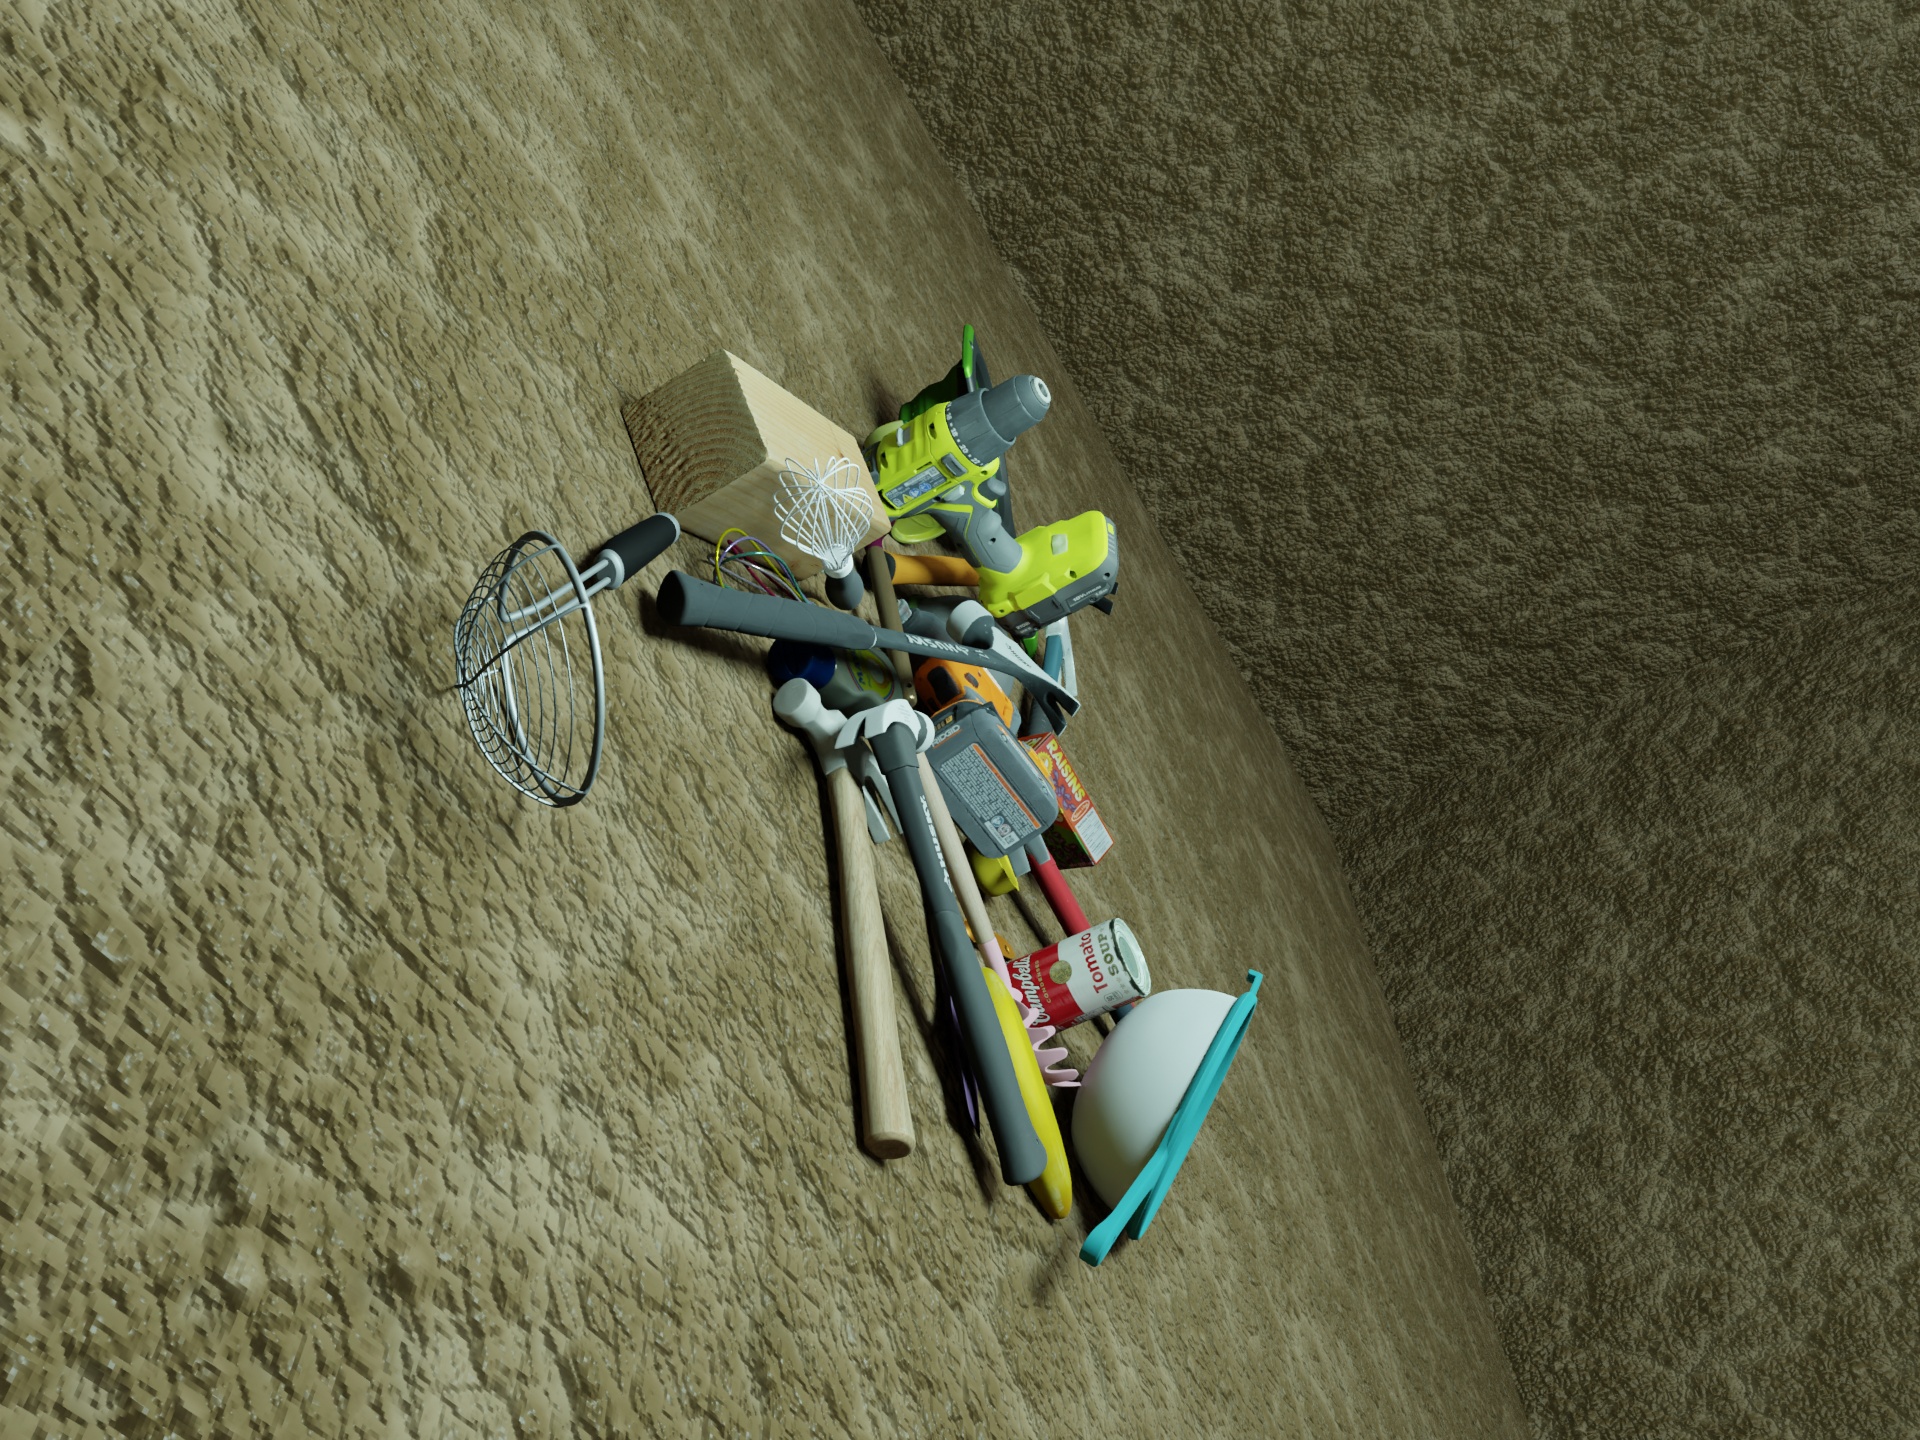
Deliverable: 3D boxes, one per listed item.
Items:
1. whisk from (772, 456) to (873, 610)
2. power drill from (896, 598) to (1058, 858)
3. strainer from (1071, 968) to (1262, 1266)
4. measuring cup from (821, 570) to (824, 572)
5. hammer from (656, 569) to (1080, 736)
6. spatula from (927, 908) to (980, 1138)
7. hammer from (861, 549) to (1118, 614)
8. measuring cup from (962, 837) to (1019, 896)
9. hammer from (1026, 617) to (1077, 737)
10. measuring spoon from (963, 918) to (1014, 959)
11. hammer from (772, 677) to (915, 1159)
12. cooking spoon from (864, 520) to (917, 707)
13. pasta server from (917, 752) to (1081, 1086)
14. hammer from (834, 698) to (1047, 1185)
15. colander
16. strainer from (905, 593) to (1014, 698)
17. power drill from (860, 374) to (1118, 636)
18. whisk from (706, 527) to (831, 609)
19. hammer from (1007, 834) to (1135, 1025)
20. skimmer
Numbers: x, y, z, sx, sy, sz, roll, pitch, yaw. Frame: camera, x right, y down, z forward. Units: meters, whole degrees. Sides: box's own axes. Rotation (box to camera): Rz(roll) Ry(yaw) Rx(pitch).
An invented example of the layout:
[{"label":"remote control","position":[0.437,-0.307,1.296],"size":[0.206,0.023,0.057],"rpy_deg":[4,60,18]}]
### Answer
[{"label":"whisk","position":[-0.091,-0.124,1.136],"size":[0.284,0.070,0.070],"rpy_deg":[92,-25,-79]},{"label":"power drill","position":[-0.002,-0.004,1.310],"size":[0.164,0.084,0.227],"rpy_deg":[52,10,-26]},{"label":"strainer","position":[0.121,0.301,1.192],"size":[0.095,0.211,0.340],"rpy_deg":[26,19,17]},{"label":"measuring cup","position":[-0.115,-0.188,1.334],"size":[0.083,0.038,0.168],"rpy_deg":[47,21,-45]},{"label":"hammer","position":[-0.059,-0.056,1.122],"size":[0.149,0.036,0.408],"rpy_deg":[43,19,29]},{"label":"spatula","position":[-0.012,0.161,1.166],"size":[0.059,0.018,0.316],"rpy_deg":[74,4,-47]},{"label":"hammer","position":[0.023,-0.137,1.519],"size":[0.336,0.127,0.034],"rpy_deg":[-5,114,-57]},{"label":"measuring cup","position":[0.029,0.122,1.360],"size":[0.062,0.029,0.156],"rpy_deg":[63,4,7]},{"label":"hammer","position":[0.092,-0.032,1.718],"size":[0.331,0.033,0.128],"rpy_deg":[-74,155,-60]},{"label":"measuring spoon","position":[0.020,0.177,1.265],"size":[0.116,0.011,0.021],"rpy_deg":[39,27,-63]},{"label":"hammer","position":[-0.063,0.128,1.033],"size":[0.129,0.031,0.332],"rpy_deg":[47,24,-45]},{"label":"cooking spoon","position":[-0.068,-0.126,1.343],"size":[0.068,0.017,0.319],"rpy_deg":[5,44,-20]},{"label":"pasta server","position":[0.017,0.138,1.200],"size":[0.060,0.040,0.316],"rpy_deg":[-131,-160,-82]},{"label":"hammer","position":[-0.007,0.145,1.070],"size":[0.146,0.035,0.335],"rpy_deg":[18,53,-75]},{"label":"colander","position":[0.007,-0.224,1.724],"size":[0.205,0.094,0.396],"rpy_deg":[-88,166,-52]},{"label":"strainer","position":[0.021,-0.079,1.542],"size":[0.151,0.069,0.256],"rpy_deg":[61,18,-11]},{"label":"power drill","position":[0.037,-0.185,1.355],"size":[0.228,0.190,0.080],"rpy_deg":[41,35,-38]},{"label":"whisk","position":[-0.120,-0.089,1.168],"size":[0.047,0.051,0.244],"rpy_deg":[63,12,18]},{"label":"hammer","position":[0.127,0.229,1.405],"size":[0.386,0.038,0.143],"rpy_deg":[61,4,-25]},{"label":"skimmer","position":[-0.180,-0.064,0.854],"size":[0.363,0.090,0.127],"rpy_deg":[-72,167,-71]}]
